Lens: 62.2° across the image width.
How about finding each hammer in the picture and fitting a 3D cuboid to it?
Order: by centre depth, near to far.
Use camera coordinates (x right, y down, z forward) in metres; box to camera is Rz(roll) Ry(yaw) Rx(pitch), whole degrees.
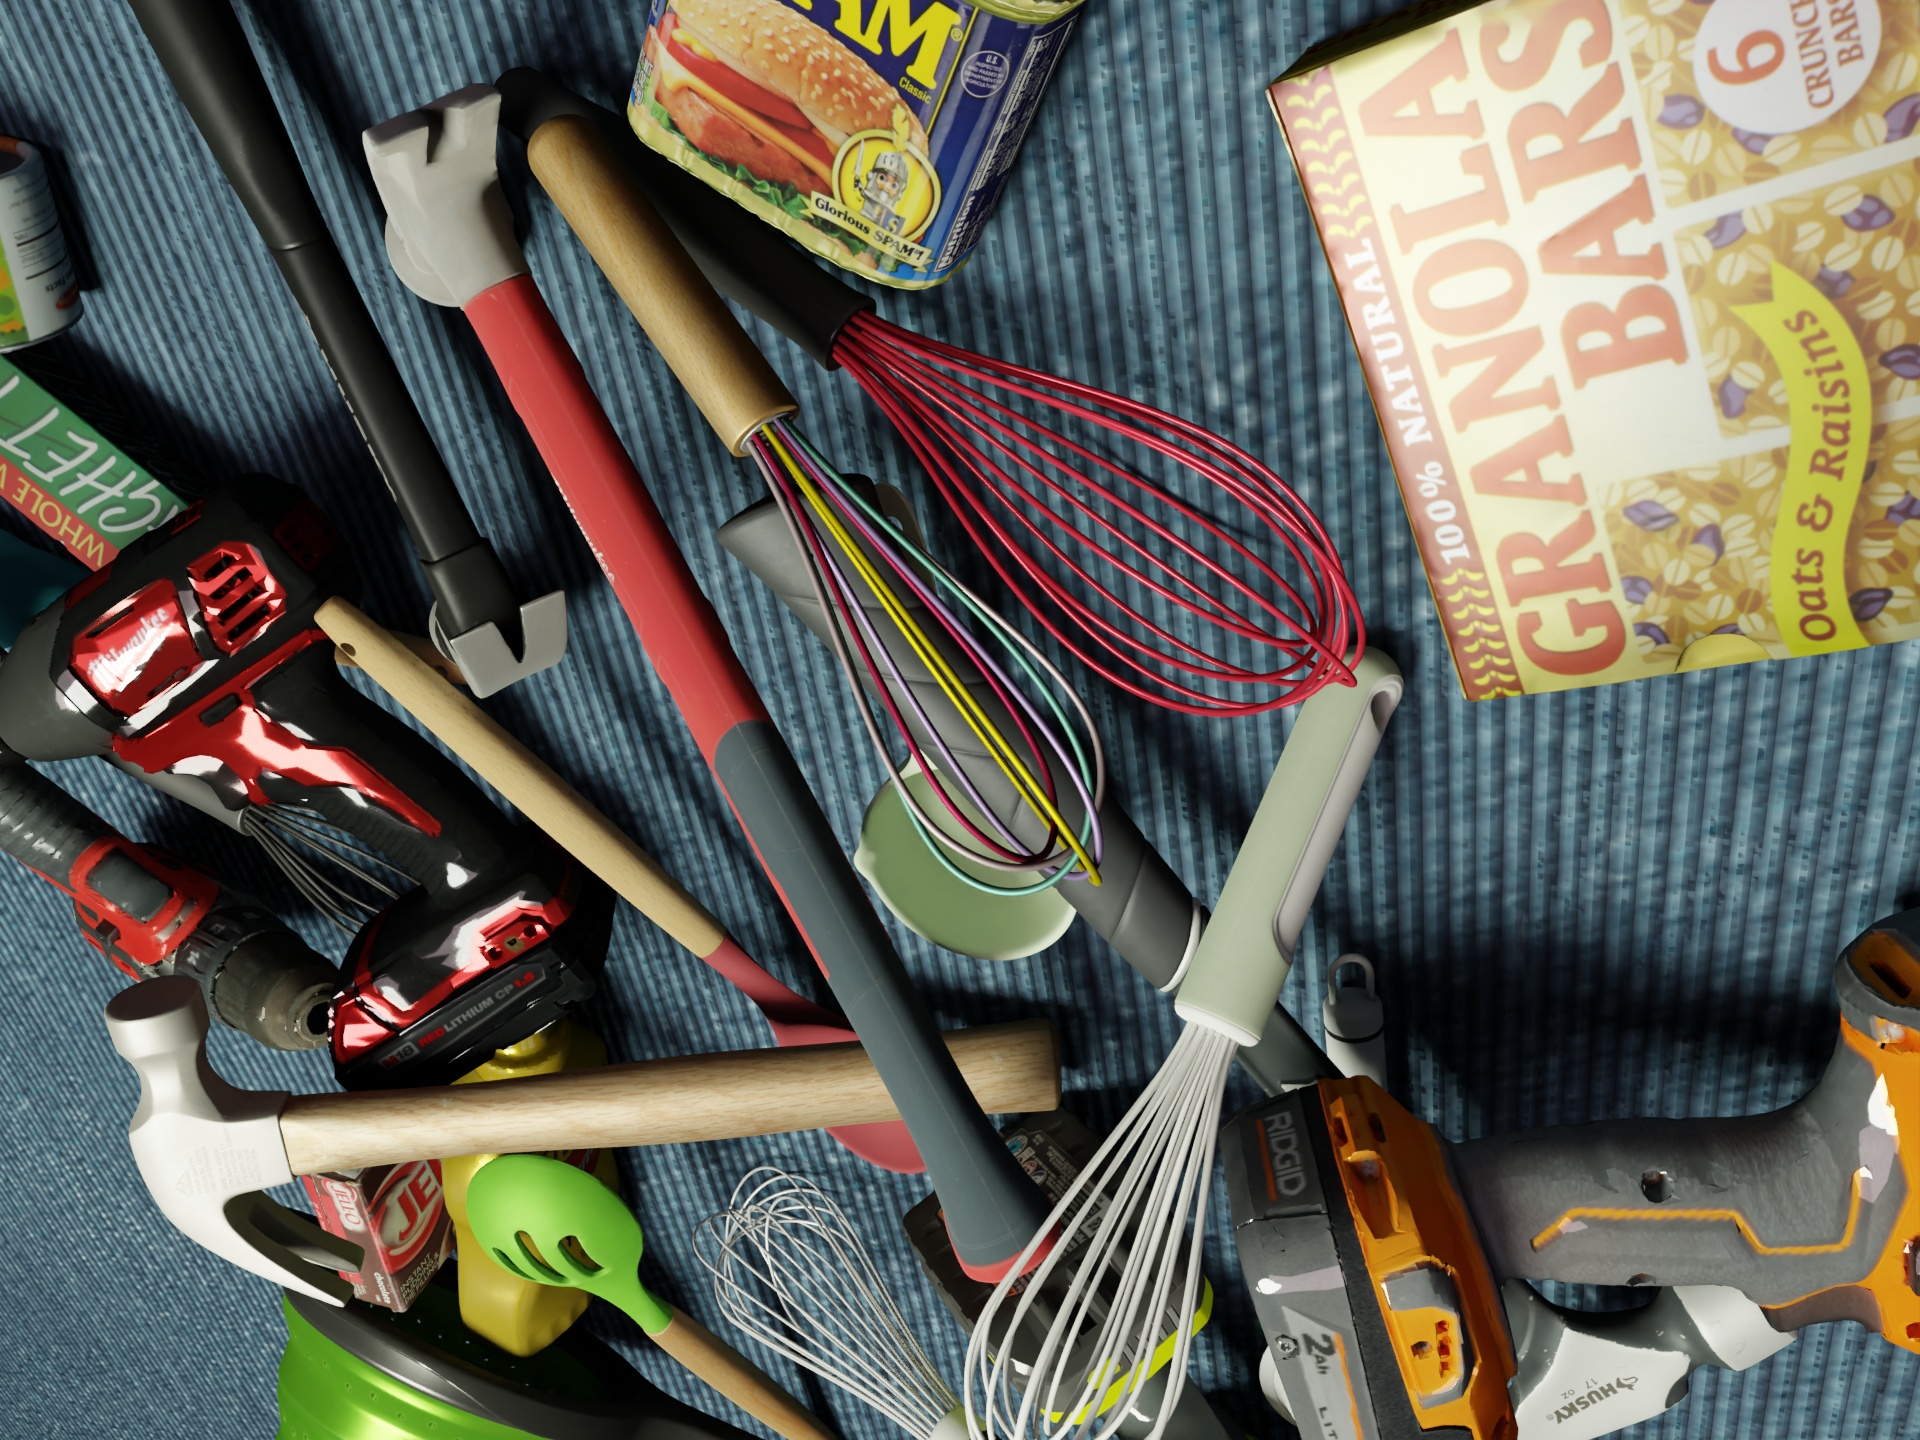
[{"bbox_3d":[-0.061,0.010,0.469,0.386,0.038,0.143,63,167,-13],"label":"hammer"},{"bbox_3d":[-0.206,-0.159,0.479,0.146,0.035,0.334,19,134,65],"label":"hammer"},{"bbox_3d":[0.076,0.085,0.489,0.149,0.036,0.408,-39,101,18],"label":"hammer"},{"bbox_3d":[-0.128,0.143,0.581,0.331,0.031,0.130,-5,112,-2],"label":"hammer"}]

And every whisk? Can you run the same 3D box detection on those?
[{"bbox_3d":[-0.038,-0.056,0.412,0.051,0.047,0.245,-39,83,26],"label":"whisk"},{"bbox_3d":[0.066,0.089,0.427,0.059,0.246,0.057,16,165,39],"label":"whisk"},{"bbox_3d":[-0.015,-0.095,0.437,0.296,0.073,0.073,37,132,8],"label":"whisk"},{"bbox_3d":[-0.019,0.266,0.626,0.285,0.070,0.070,26,137,47],"label":"whisk"},{"bbox_3d":[-0.310,0.038,0.698,0.239,0.055,0.055,25,130,17],"label":"whisk"}]

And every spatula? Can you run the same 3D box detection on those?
[{"bbox_3d":[-0.332,-0.039,0.655,0.317,0.044,0.082,10,126,21],"label":"spatula"}]

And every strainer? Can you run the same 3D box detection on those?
[{"bbox_3d":[0.143,0.191,0.560,0.087,0.050,0.258,-5,114,13],"label":"strainer"}]

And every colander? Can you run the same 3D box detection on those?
[{"bbox_3d":[-0.191,0.371,0.790,0.397,0.094,0.204,28,167,-6],"label":"colander"}]

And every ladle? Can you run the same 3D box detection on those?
[{"bbox_3d":[-0.110,0.067,0.585,0.069,0.031,0.315,-23,121,38],"label":"ladle"}]

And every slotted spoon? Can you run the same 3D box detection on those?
[{"bbox_3d":[-0.123,0.280,0.720,0.070,0.031,0.313,-14,136,15],"label":"slotted spoon"}]

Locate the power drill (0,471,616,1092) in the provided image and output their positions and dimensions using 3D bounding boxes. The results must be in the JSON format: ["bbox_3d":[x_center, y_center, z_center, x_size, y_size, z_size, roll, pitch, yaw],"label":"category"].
[{"bbox_3d":[-0.240,0.032,0.584,0.143,0.079,0.219,-31,114,7],"label":"power drill"}]

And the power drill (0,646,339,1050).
[{"bbox_3d":[-0.367,0.054,0.665,0.188,0.080,0.226,16,150,38],"label":"power drill"}]

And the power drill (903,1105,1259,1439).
[{"bbox_3d":[0.085,0.265,0.571,0.228,0.080,0.191,57,168,-14],"label":"power drill"}]

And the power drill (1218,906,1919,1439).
[{"bbox_3d":[0.201,0.153,0.437,0.226,0.084,0.164,-17,109,10],"label":"power drill"}]

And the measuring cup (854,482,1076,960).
[{"bbox_3d":[-0.001,-0.002,0.510,0.083,0.038,0.167,-2,116,24],"label":"measuring cup"}]
